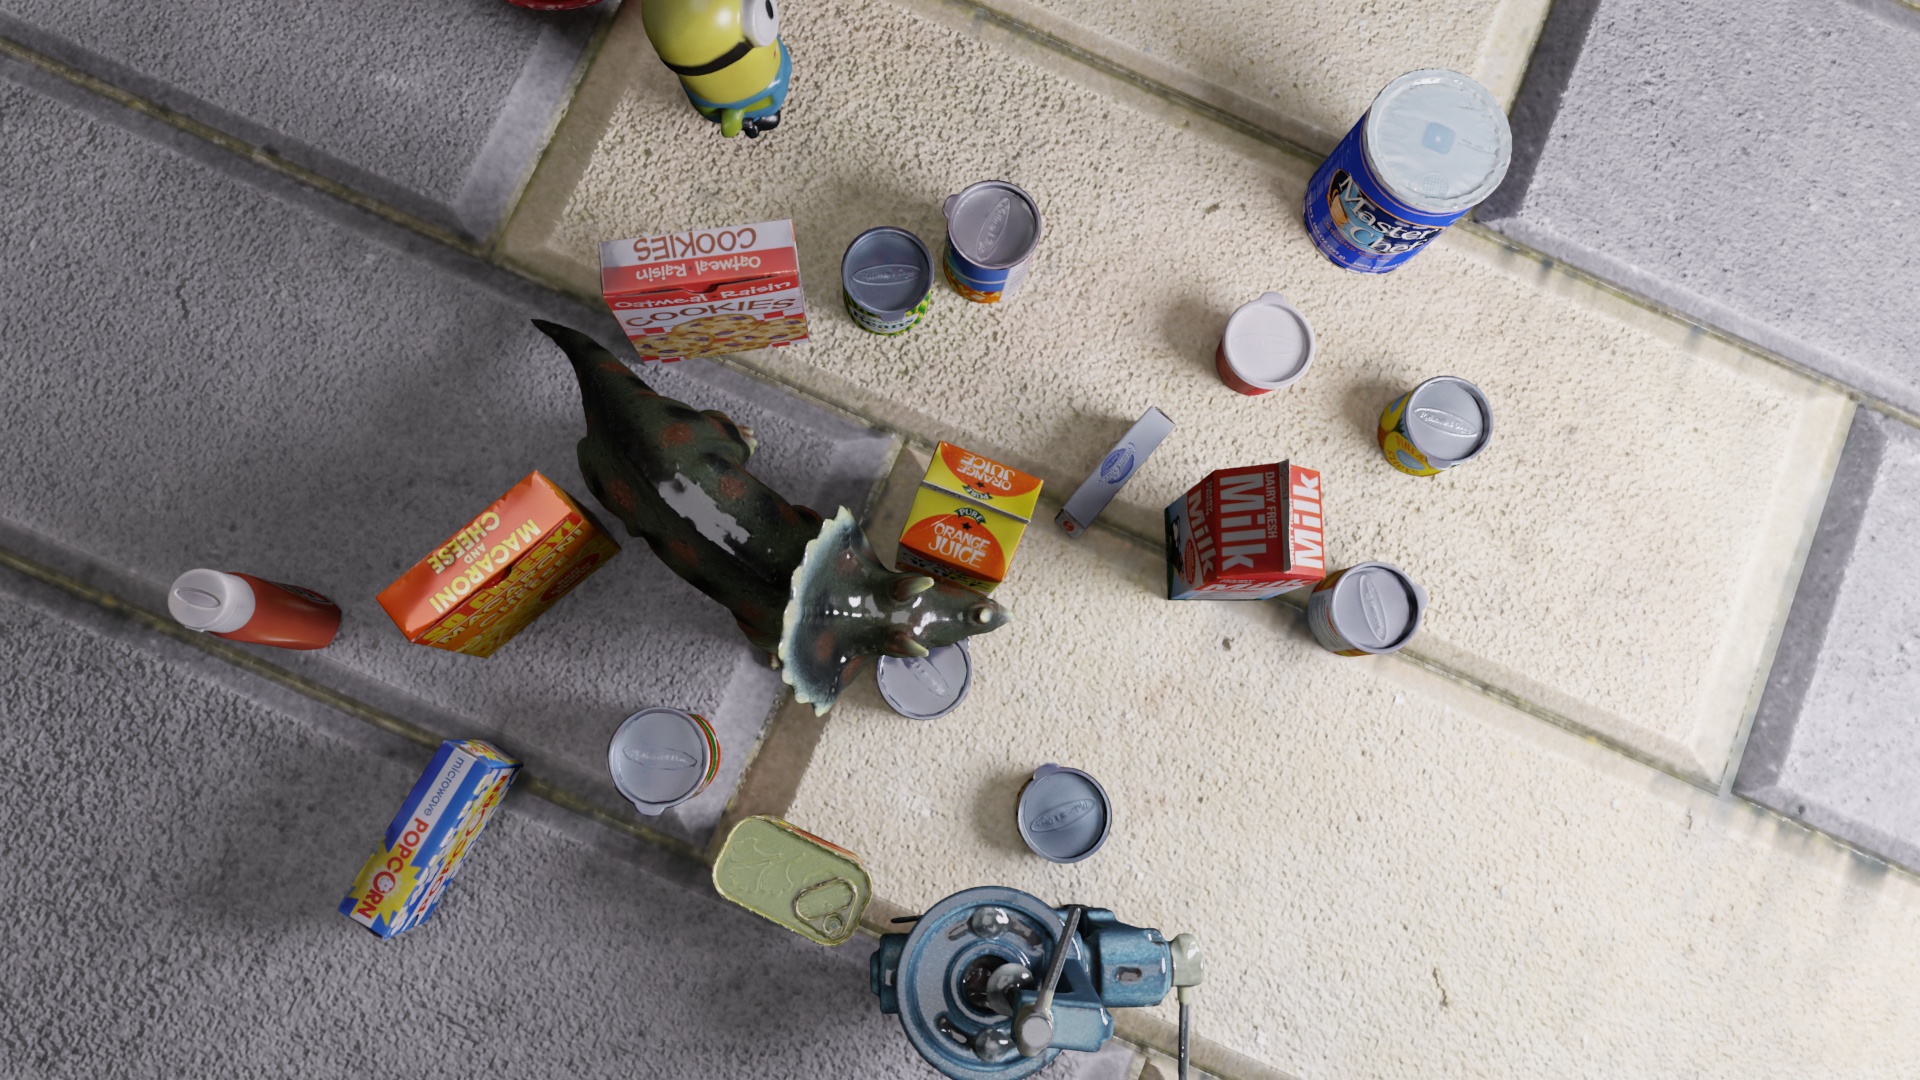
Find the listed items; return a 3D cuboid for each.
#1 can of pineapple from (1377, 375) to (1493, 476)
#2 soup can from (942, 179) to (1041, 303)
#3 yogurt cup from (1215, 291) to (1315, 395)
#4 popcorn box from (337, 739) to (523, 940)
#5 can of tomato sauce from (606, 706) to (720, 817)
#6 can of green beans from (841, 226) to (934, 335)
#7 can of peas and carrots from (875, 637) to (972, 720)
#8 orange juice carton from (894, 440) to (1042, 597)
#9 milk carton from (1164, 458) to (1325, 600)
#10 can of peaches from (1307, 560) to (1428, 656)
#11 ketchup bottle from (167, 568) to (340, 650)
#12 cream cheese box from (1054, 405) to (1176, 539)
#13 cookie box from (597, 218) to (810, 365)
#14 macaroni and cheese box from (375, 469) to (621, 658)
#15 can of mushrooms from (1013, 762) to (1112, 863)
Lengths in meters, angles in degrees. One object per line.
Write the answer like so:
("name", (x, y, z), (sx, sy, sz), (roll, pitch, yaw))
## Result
("can of pineapple", (0.349, -0.082, 1.026), (0.071, 0.058, 0.071), (1, 82, -4))
("soup can", (0.019, -0.216, 1.009), (0.071, 0.083, 0.071), (1, 82, -4))
("yogurt cup", (0.222, -0.139, 1.027), (0.072, 0.054, 0.072), (1, 82, -4))
("popcorn box", (-0.349, 0.195, 0.923), (0.038, 0.085, 0.127), (30, 81, 0))
("can of tomato sauce", (-0.199, 0.148, 0.941), (0.071, 0.083, 0.071), (1, 82, -4))
("can of green beans", (-0.054, -0.188, 1.013), (0.071, 0.057, 0.071), (1, 82, -4))
("can of peas and carrots", (-0.025, 0.091, 0.974), (0.071, 0.058, 0.071), (1, 82, -4))
("orange juice carton", (0.003, -0.012, 0.923), (0.072, 0.192, 0.073), (22, 82, -1))
("milk carton", (0.193, -0.003, 0.937), (0.073, 0.190, 0.072), (0, 82, -4))
("can of peaches", (0.293, 0.050, 1.003), (0.071, 0.058, 0.071), (1, 82, -4))
("ketchup bottle", (-0.462, 0.045, 0.904), (0.065, 0.148, 0.043), (16, 82, -2))
("cream cheese box", (0.110, -0.049, 1.007), (0.024, 0.053, 0.104), (41, 81, 2))
("cookie box", (-0.169, -0.165, 0.946), (0.123, 0.167, 0.040), (-9, 83, -5))
("macaroni and cheese box", (-0.295, 0.020, 0.911), (0.124, 0.166, 0.040), (-41, 87, -8))
("can of mushrooms", (0.071, 0.190, 0.979), (0.071, 0.033, 0.071), (1, 82, -4))
